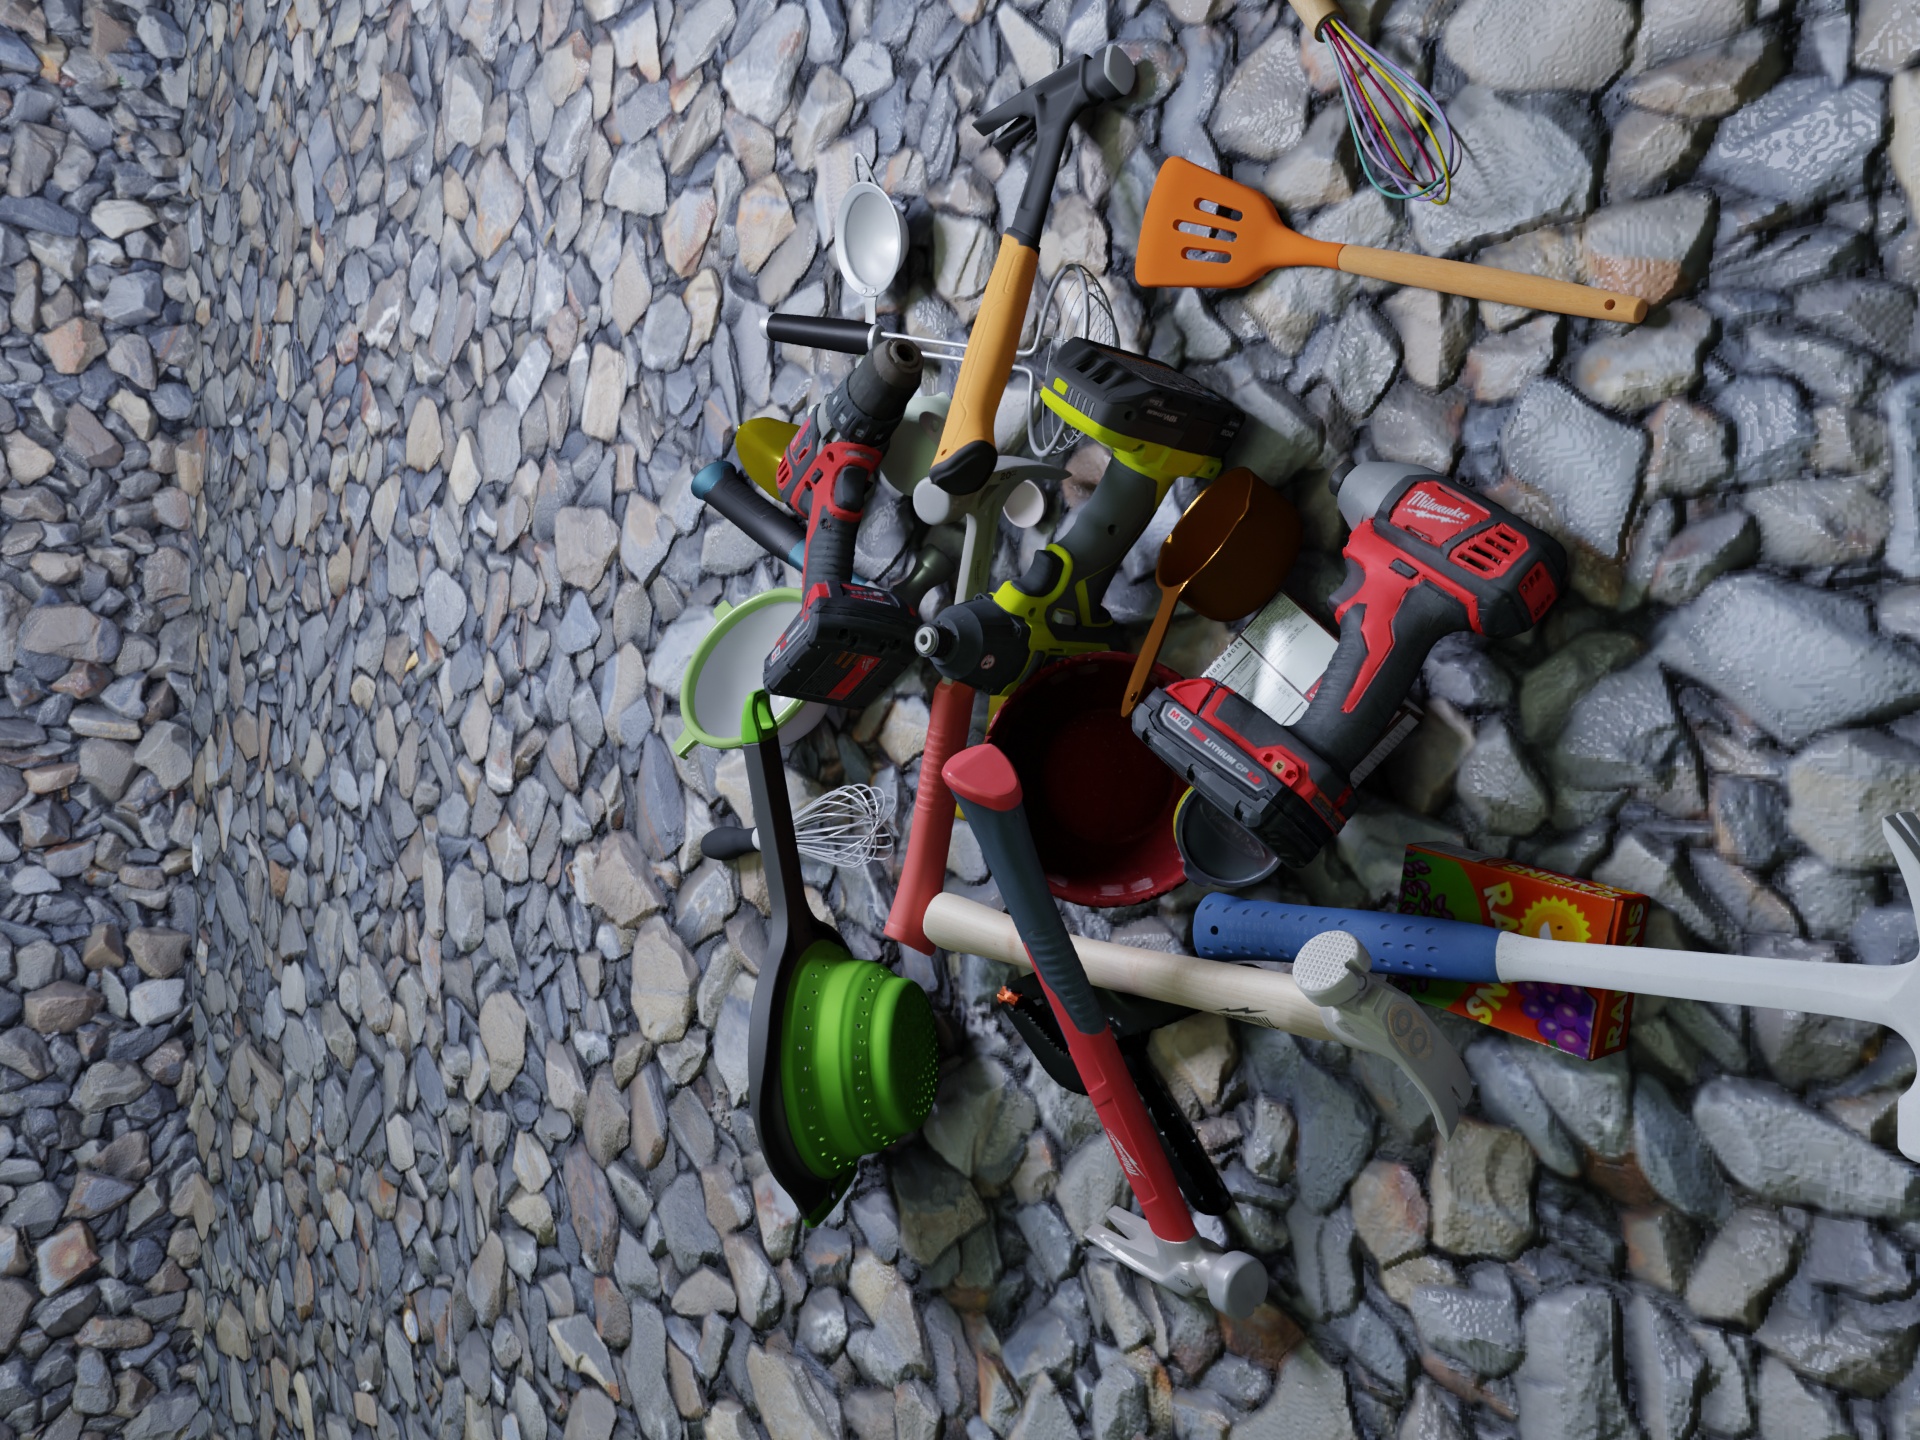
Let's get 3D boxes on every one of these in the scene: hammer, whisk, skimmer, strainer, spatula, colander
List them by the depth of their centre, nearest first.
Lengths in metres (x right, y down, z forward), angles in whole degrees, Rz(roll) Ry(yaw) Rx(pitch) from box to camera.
[{"bbox_3d":[0.283,0.114,0.799,0.406,0.035,0.144,-2,90,49],"label":"hammer"},{"bbox_3d":[0.234,-0.262,0.908,0.323,0.041,0.081,28,110,43],"label":"spatula"},{"bbox_3d":[0.223,-0.385,0.923,0.051,0.047,0.245,-38,58,28],"label":"whisk"},{"bbox_3d":[0.067,0.187,0.958,0.143,0.038,0.386,5,124,55],"label":"hammer"},{"bbox_3d":[0.114,0.159,0.970,0.411,0.146,0.038,3,51,54],"label":"hammer"},{"bbox_3d":[0.029,-0.289,1.032,0.127,0.034,0.337,-12,55,44],"label":"hammer"},{"bbox_3d":[-0.002,-0.004,1.102,0.037,0.149,0.359,21,114,29],"label":"hammer"},{"bbox_3d":[-0.034,-0.270,1.139,0.363,0.090,0.127,17,104,37],"label":"skimmer"},{"bbox_3d":[-0.086,0.169,1.169,0.094,0.204,0.397,-6,98,17],"label":"colander"},{"bbox_3d":[-0.070,-0.306,1.246,0.087,0.050,0.258,21,112,48],"label":"strainer"},{"bbox_3d":[-0.107,-0.036,1.278,0.256,0.069,0.152,-7,56,31],"label":"strainer"},{"bbox_3d":[-0.135,-0.143,1.300,0.128,0.033,0.331,-49,44,-2],"label":"hammer"},{"bbox_3d":[-0.144,0.096,1.320,0.284,0.070,0.070,-12,81,52],"label":"whisk"}]

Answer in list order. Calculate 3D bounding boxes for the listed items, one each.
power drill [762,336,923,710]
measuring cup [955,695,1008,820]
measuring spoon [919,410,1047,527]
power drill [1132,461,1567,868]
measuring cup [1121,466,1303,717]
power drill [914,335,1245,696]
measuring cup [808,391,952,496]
[{"bbox_3d":[-0.076,-0.141,1.122,0.188,0.080,0.227,-41,44,54],"label":"power drill"},{"bbox_3d":[0.017,0.000,1.155,0.062,0.029,0.156,24,111,45],"label":"measuring cup"},{"bbox_3d":[0.017,-0.184,1.143,0.124,0.018,0.034,43,124,18],"label":"measuring spoon"},{"bbox_3d":[0.205,-0.042,0.867,0.219,0.078,0.143,-49,52,2],"label":"power drill"},{"bbox_3d":[0.147,-0.066,0.943,0.174,0.052,0.095,-65,18,-17],"label":"measuring cup"},{"bbox_3d":[0.070,-0.116,0.997,0.080,0.171,0.223,42,117,35],"label":"power drill"},{"bbox_3d":[-0.065,-0.219,1.216,0.168,0.038,0.083,22,112,33],"label":"measuring cup"}]
